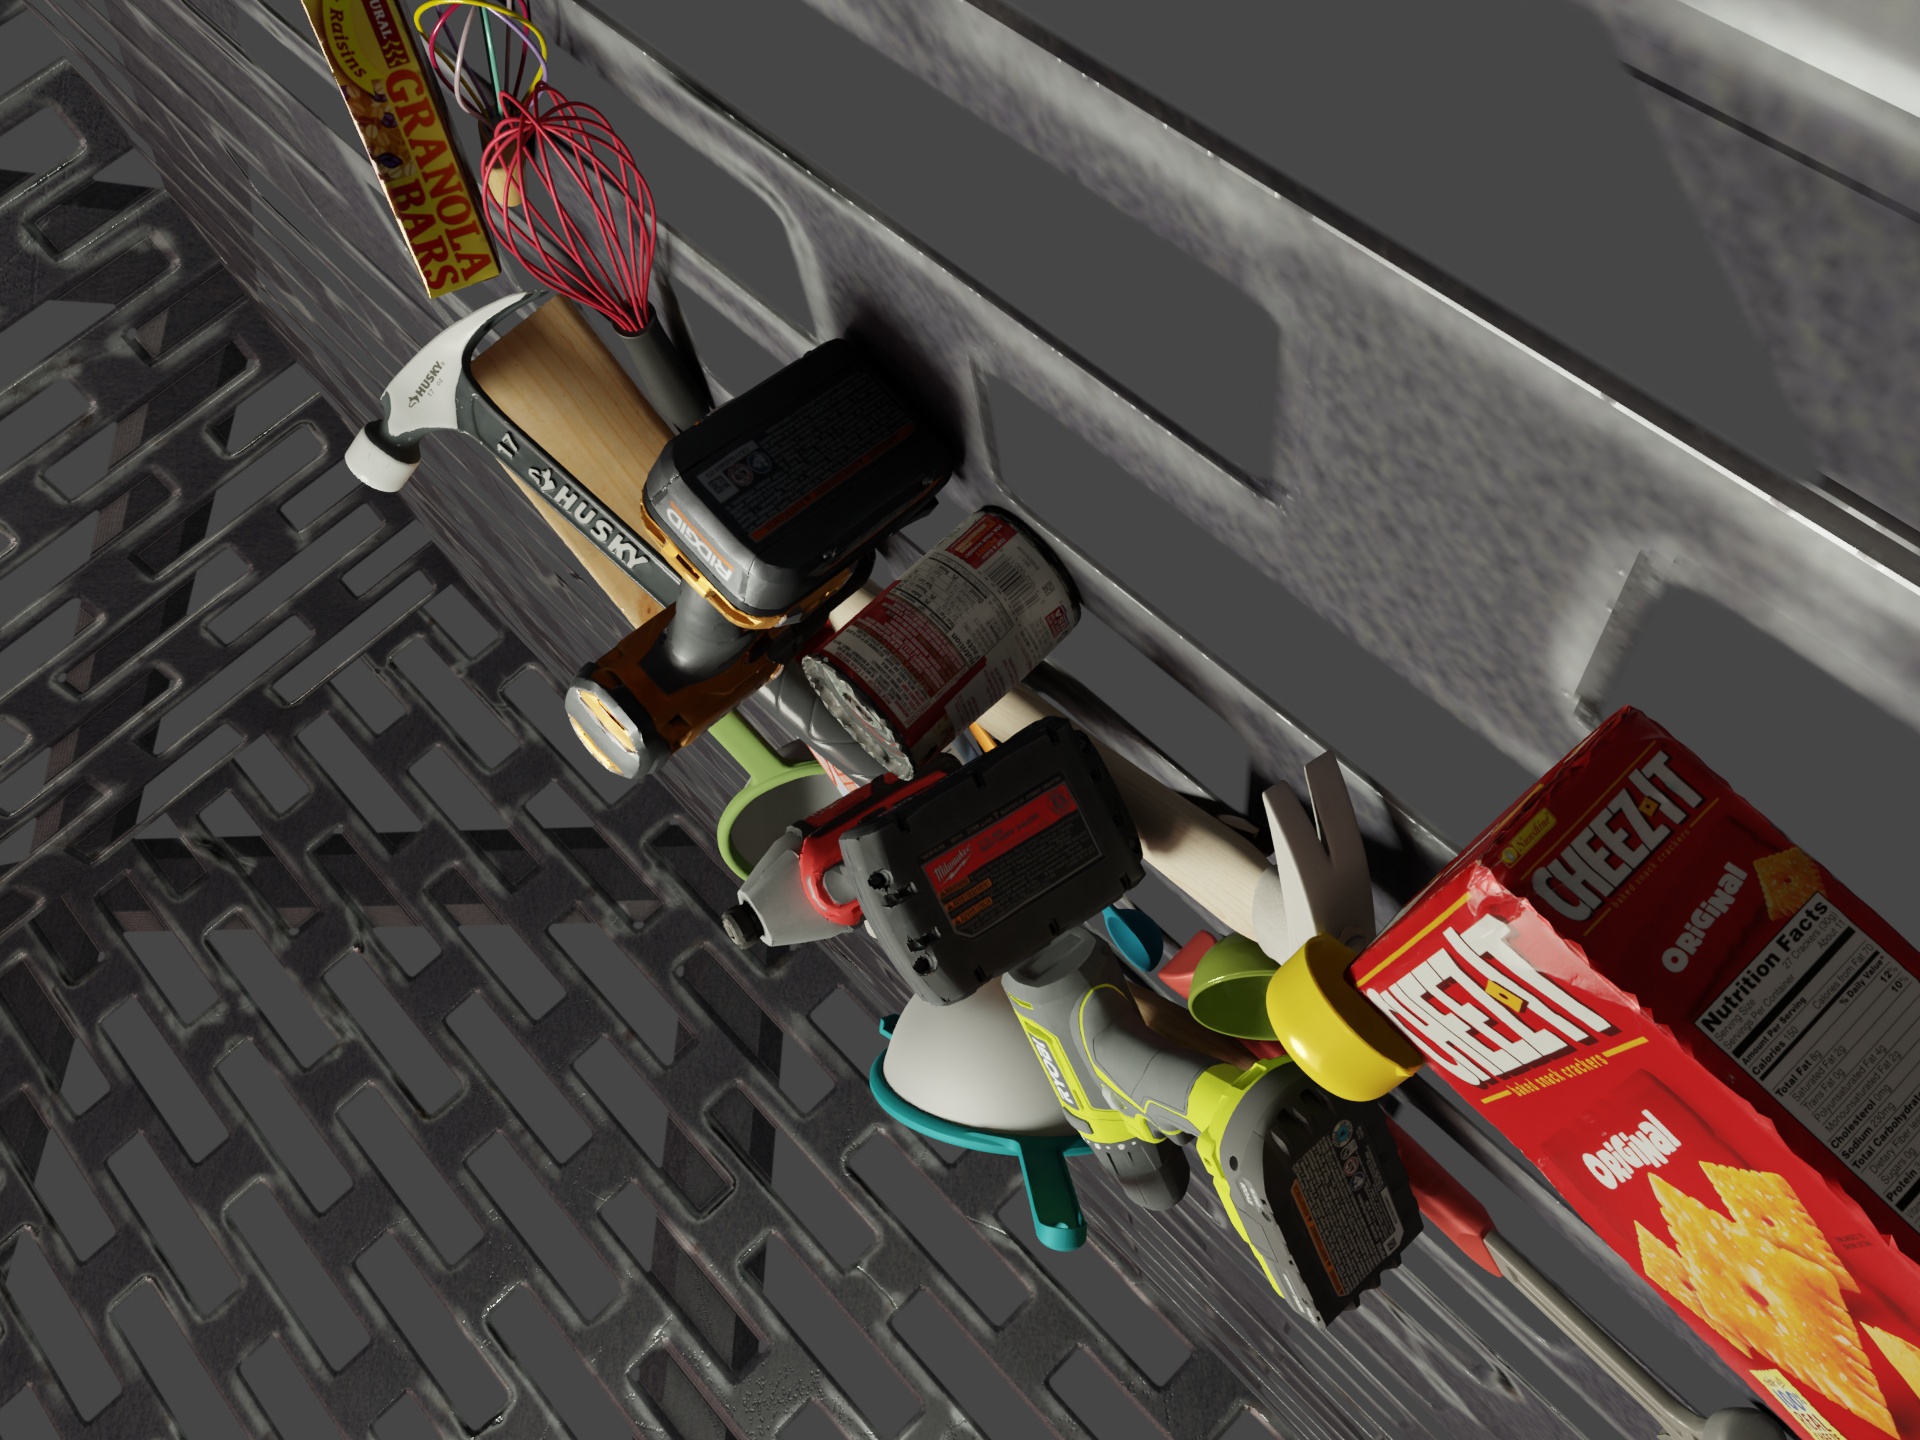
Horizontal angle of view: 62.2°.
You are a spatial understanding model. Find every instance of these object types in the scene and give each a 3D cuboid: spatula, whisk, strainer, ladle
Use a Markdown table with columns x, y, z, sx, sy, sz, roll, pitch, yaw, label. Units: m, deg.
| x | y | z | sx | sy | sz | roll | pitch | yaw | label |
| --- | --- | --- | --- | --- | --- | --- | --- | --- | --- |
| 0.075 | 0.042 | 0.813 | 0.059 | 0.018 | 0.316 | 59 | 165 | -13 | spatula |
| -0.222 | -0.291 | 0.751 | 0.051 | 0.047 | 0.245 | 68 | 168 | -6 | whisk |
| -0.167 | -0.208 | 0.787 | 0.073 | 0.073 | 0.295 | 44 | 172 | 14 | whisk |
| -0.117 | 0.026 | 1.066 | 0.256 | 0.151 | 0.069 | 52 | -159 | -44 | strainer |
| 0.219 | 0.164 | 0.637 | 0.320 | 0.062 | 0.078 | 28 | 171 | 47 | ladle |
| 0.048 | 0.226 | 1.046 | 0.340 | 0.211 | 0.095 | -112 | 25 | -80 | strainer |

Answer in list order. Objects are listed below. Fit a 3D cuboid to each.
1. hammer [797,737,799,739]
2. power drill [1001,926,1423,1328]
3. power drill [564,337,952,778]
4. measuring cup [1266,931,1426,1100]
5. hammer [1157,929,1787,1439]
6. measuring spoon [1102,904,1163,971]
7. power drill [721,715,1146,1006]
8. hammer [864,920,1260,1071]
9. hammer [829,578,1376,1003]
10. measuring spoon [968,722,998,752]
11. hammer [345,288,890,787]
| x | y | z | sx | sy | sz | roll | pitch | yaw | label |
| --- | --- | --- | --- | --- | --- | --- | --- | --- | --- |
| -0.180 | -0.088 | 1.137 | 0.144 | 0.035 | 0.405 | 20 | 145 | 57 | hammer |
| 0.128 | 0.220 | 0.845 | 0.229 | 0.080 | 0.190 | 19 | 139 | 57 | power drill |
| -0.082 | -0.075 | 0.729 | 0.084 | 0.185 | 0.226 | 47 | 147 | 3 | power drill |
| 0.167 | 0.120 | 0.586 | 0.156 | 0.029 | 0.062 | 23 | -150 | -40 | measuring cup |
| 0.245 | 0.247 | 0.825 | 0.359 | 0.037 | 0.149 | 43 | 166 | 18 | hammer |
| 0.085 | 0.090 | 0.938 | 0.128 | 0.021 | 0.042 | 59 | 162 | -7 | measuring spoon |
| -0.024 | 0.064 | 0.719 | 0.078 | 0.143 | 0.220 | 63 | 159 | -6 | power drill |
| 0.088 | 0.170 | 1.008 | 0.130 | 0.031 | 0.331 | 4 | -170 | -42 | hammer |
| 0.038 | 0.001 | 0.740 | 0.411 | 0.038 | 0.146 | 37 | 151 | 50 | hammer |
| -0.001 | -0.003 | 0.908 | 0.117 | 0.011 | 0.021 | 53 | 165 | 14 | measuring spoon |
| -0.145 | -0.066 | 0.886 | 0.409 | 0.149 | 0.036 | 41 | -160 | -5 | hammer |
